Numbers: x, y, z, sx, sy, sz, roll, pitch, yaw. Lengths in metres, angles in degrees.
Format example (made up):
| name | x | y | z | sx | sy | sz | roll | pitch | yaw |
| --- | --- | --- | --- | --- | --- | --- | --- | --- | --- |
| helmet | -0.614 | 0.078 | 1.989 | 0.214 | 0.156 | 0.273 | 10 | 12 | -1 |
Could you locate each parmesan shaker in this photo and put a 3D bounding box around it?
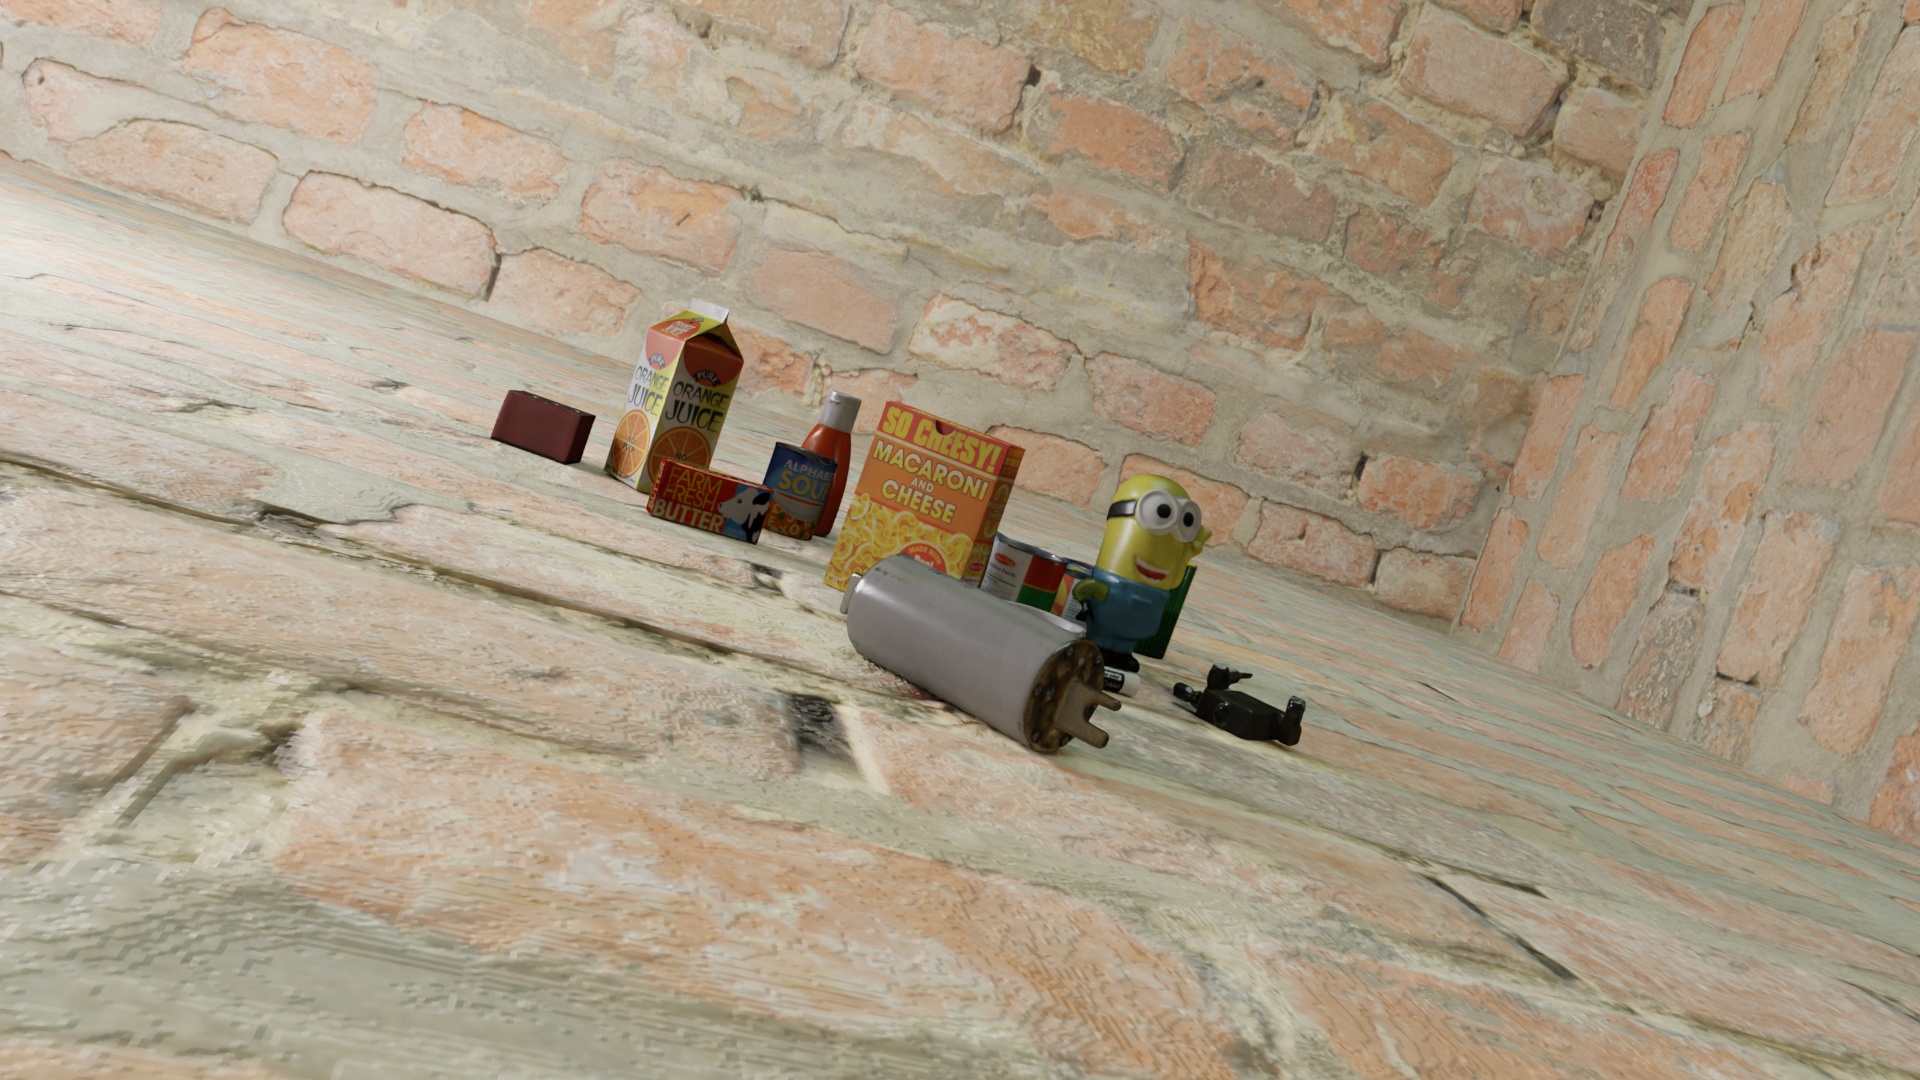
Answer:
| name | x | y | z | sx | sy | sz | roll | pitch | yaw |
| --- | --- | --- | --- | --- | --- | --- | --- | --- | --- |
| parmesan shaker | 0.197 | 0.064 | 1.432 | 0.071 | 0.103 | 0.071 | 19 | 6 | -2 |

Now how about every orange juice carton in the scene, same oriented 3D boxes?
| name | x | y | z | sx | sy | sz | roll | pitch | yaw |
| --- | --- | --- | --- | --- | --- | --- | --- | --- | --- |
| orange juice carton | -0.274 | -0.141 | 1.357 | 0.073 | 0.192 | 0.072 | 14 | 8 | -44 |

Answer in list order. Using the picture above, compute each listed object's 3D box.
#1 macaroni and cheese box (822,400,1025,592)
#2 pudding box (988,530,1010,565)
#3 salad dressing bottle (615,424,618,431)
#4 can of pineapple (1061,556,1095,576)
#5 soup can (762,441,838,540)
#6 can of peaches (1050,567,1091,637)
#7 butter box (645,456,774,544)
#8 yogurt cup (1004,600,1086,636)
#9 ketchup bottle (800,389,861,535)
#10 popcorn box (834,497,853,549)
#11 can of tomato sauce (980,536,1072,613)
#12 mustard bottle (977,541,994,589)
| name | x | y | z | sx | sy | sz | roll | pitch | yaw |
| --- | --- | --- | --- | --- | --- | --- | --- | --- | --- |
| macaroni and cheese box | -0.031 | -0.020 | 1.163 | 0.124 | 0.166 | 0.040 | 22 | 6 | 25 |
| pudding box | 0.036 | 0.015 | 1.618 | 0.030 | 0.049 | 0.084 | 17 | 6 | -23 |
| salad dressing bottle | -0.318 | -0.143 | 1.451 | 0.064 | 0.147 | 0.044 | 22 | 6 | 26 |
| can of pineapple | 0.135 | 0.057 | 1.514 | 0.071 | 0.057 | 0.071 | 19 | 6 | -2 |
| soup can | -0.166 | -0.049 | 1.392 | 0.071 | 0.083 | 0.071 | 19 | 6 | -2 |
| can of peaches | 0.119 | 0.064 | 1.398 | 0.071 | 0.058 | 0.071 | 19 | 6 | -2 |
| butter box | -0.224 | -0.036 | 1.242 | 0.103 | 0.053 | 0.024 | 17 | 6 | -24 |
| yogurt cup | 0.052 | 0.082 | 1.055 | 0.072 | 0.054 | 0.072 | 19 | 6 | -2 |
| ketchup bottle | -0.144 | -0.083 | 1.456 | 0.065 | 0.148 | 0.043 | 22 | 6 | 24 |
| popcorn box | -0.059 | -0.009 | 1.365 | 0.038 | 0.085 | 0.127 | 24 | 7 | 39 |
| can of tomato sauce | 0.052 | 0.047 | 1.223 | 0.071 | 0.083 | 0.071 | 19 | 6 | -2 |
| mustard bottle | 0.005 | -0.016 | 1.270 | 0.065 | 0.160 | 0.049 | 21 | 6 | 20 |
